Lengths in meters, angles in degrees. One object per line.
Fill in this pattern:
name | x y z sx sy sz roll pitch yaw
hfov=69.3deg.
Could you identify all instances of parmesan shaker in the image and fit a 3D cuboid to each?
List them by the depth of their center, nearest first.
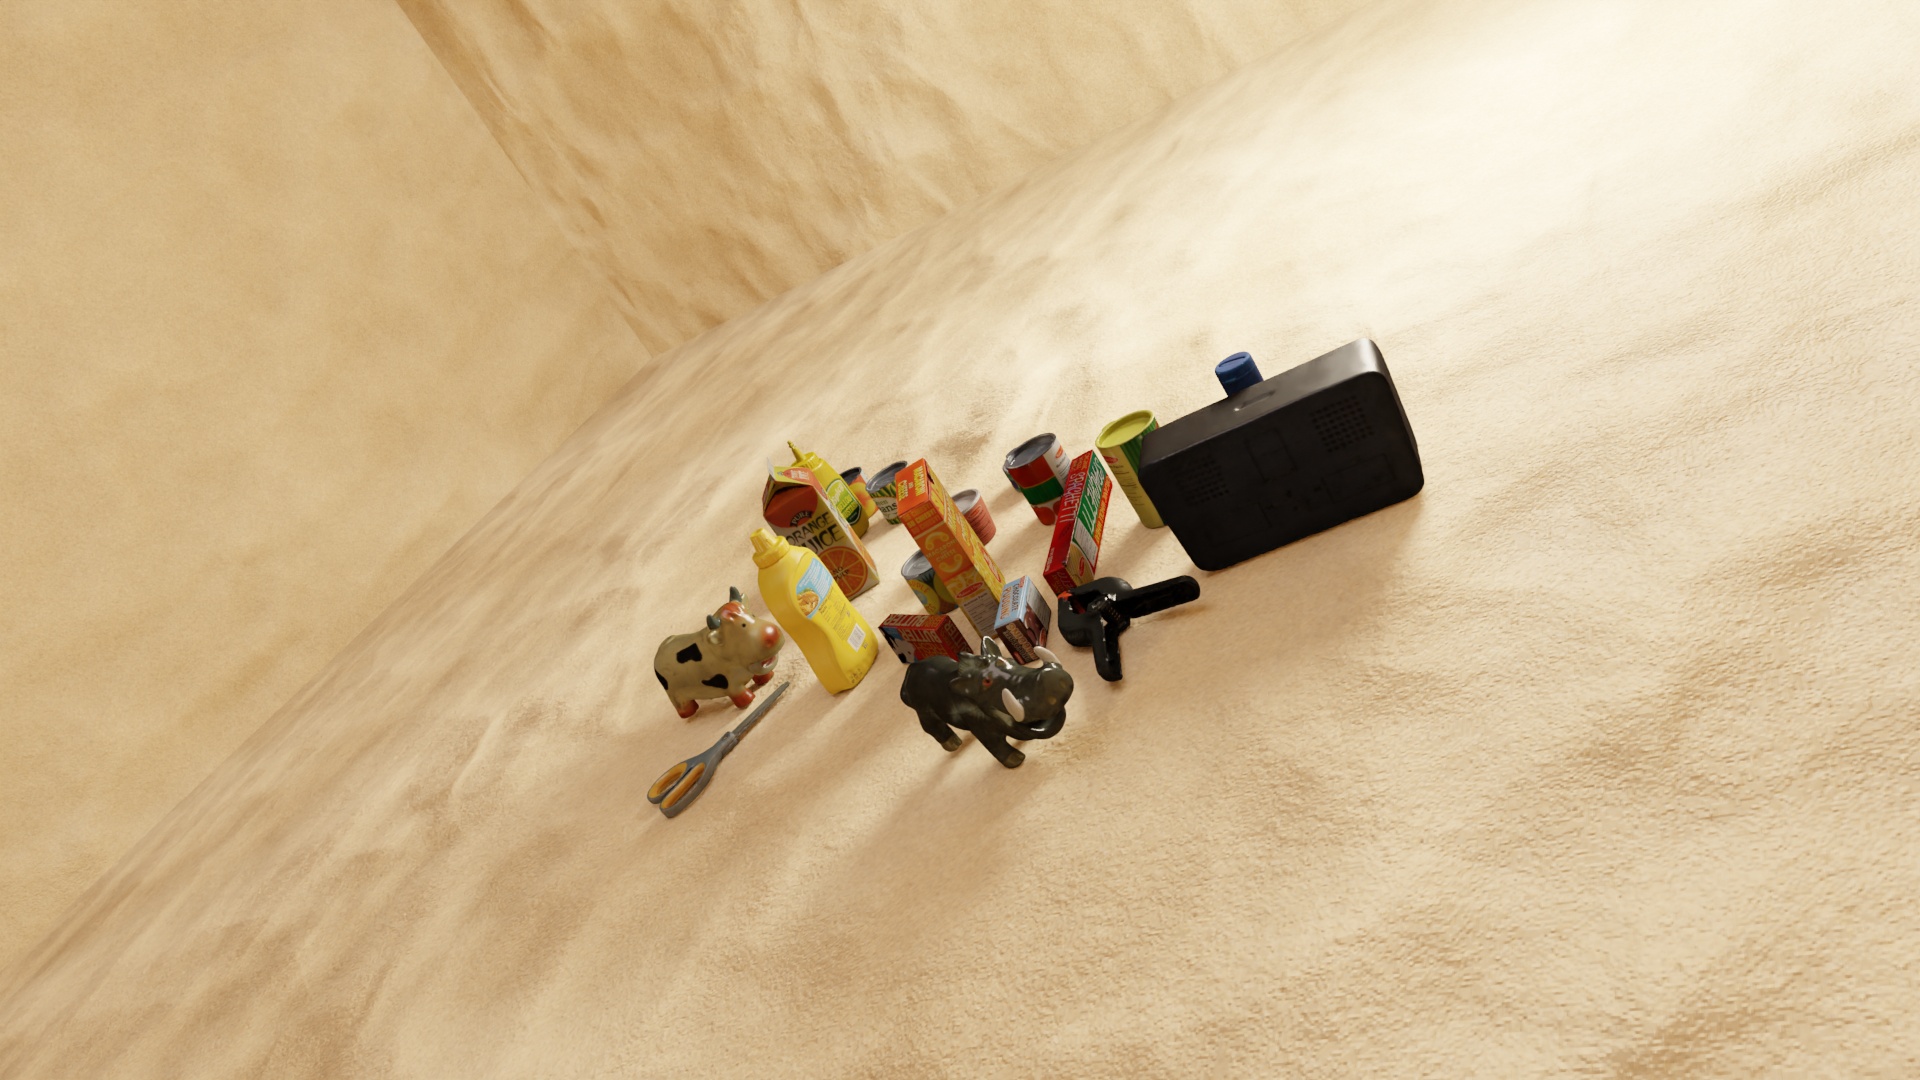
parmesan shaker | 0.189 -0.073 1.410 0.071 0.103 0.071 -28 22 13

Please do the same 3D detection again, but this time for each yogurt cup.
yogurt cup | 0.006 -0.020 1.620 0.072 0.053 0.073 -28 22 13

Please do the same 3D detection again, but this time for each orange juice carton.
orange juice carton | -0.180 -0.017 1.682 0.073 0.192 0.072 -32 21 3

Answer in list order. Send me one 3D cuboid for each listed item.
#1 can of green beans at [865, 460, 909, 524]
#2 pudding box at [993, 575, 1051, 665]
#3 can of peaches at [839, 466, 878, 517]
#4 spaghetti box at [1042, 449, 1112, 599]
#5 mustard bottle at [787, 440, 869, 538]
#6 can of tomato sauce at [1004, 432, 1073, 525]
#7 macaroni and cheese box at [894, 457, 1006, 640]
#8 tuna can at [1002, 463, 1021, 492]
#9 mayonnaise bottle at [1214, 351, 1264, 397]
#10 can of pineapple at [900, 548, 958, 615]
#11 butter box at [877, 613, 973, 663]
can of green beans | -0.083 -0.063 1.829 0.071 0.057 0.071 -28 22 13
pudding box | 0.061 0.076 1.343 0.030 0.049 0.084 -25 23 21
can of peaches | -0.151 -0.058 1.915 0.071 0.058 0.071 -28 22 13
spaghetti box | 0.125 -0.016 1.449 0.028 0.050 0.251 -23 23 24
mustard bottle | -0.183 -0.066 1.836 0.048 0.160 0.066 -13 29 42
can of tomato sauce | 0.096 -0.068 1.556 0.071 0.083 0.071 -28 22 13
macaroni and cheese box | -0.006 0.008 1.422 0.040 0.166 0.124 -30 21 8
tuna can | 0.086 -0.090 1.687 0.071 0.032 0.071 -28 22 12
mayonnaise bottle | 0.284 -0.105 1.285 0.064 0.147 0.041 -15 27 39
can of pineapple | -0.024 0.042 1.524 0.071 0.057 0.071 -28 22 13
butter box | -0.036 0.102 1.419 0.103 0.053 0.024 -3 36 52
